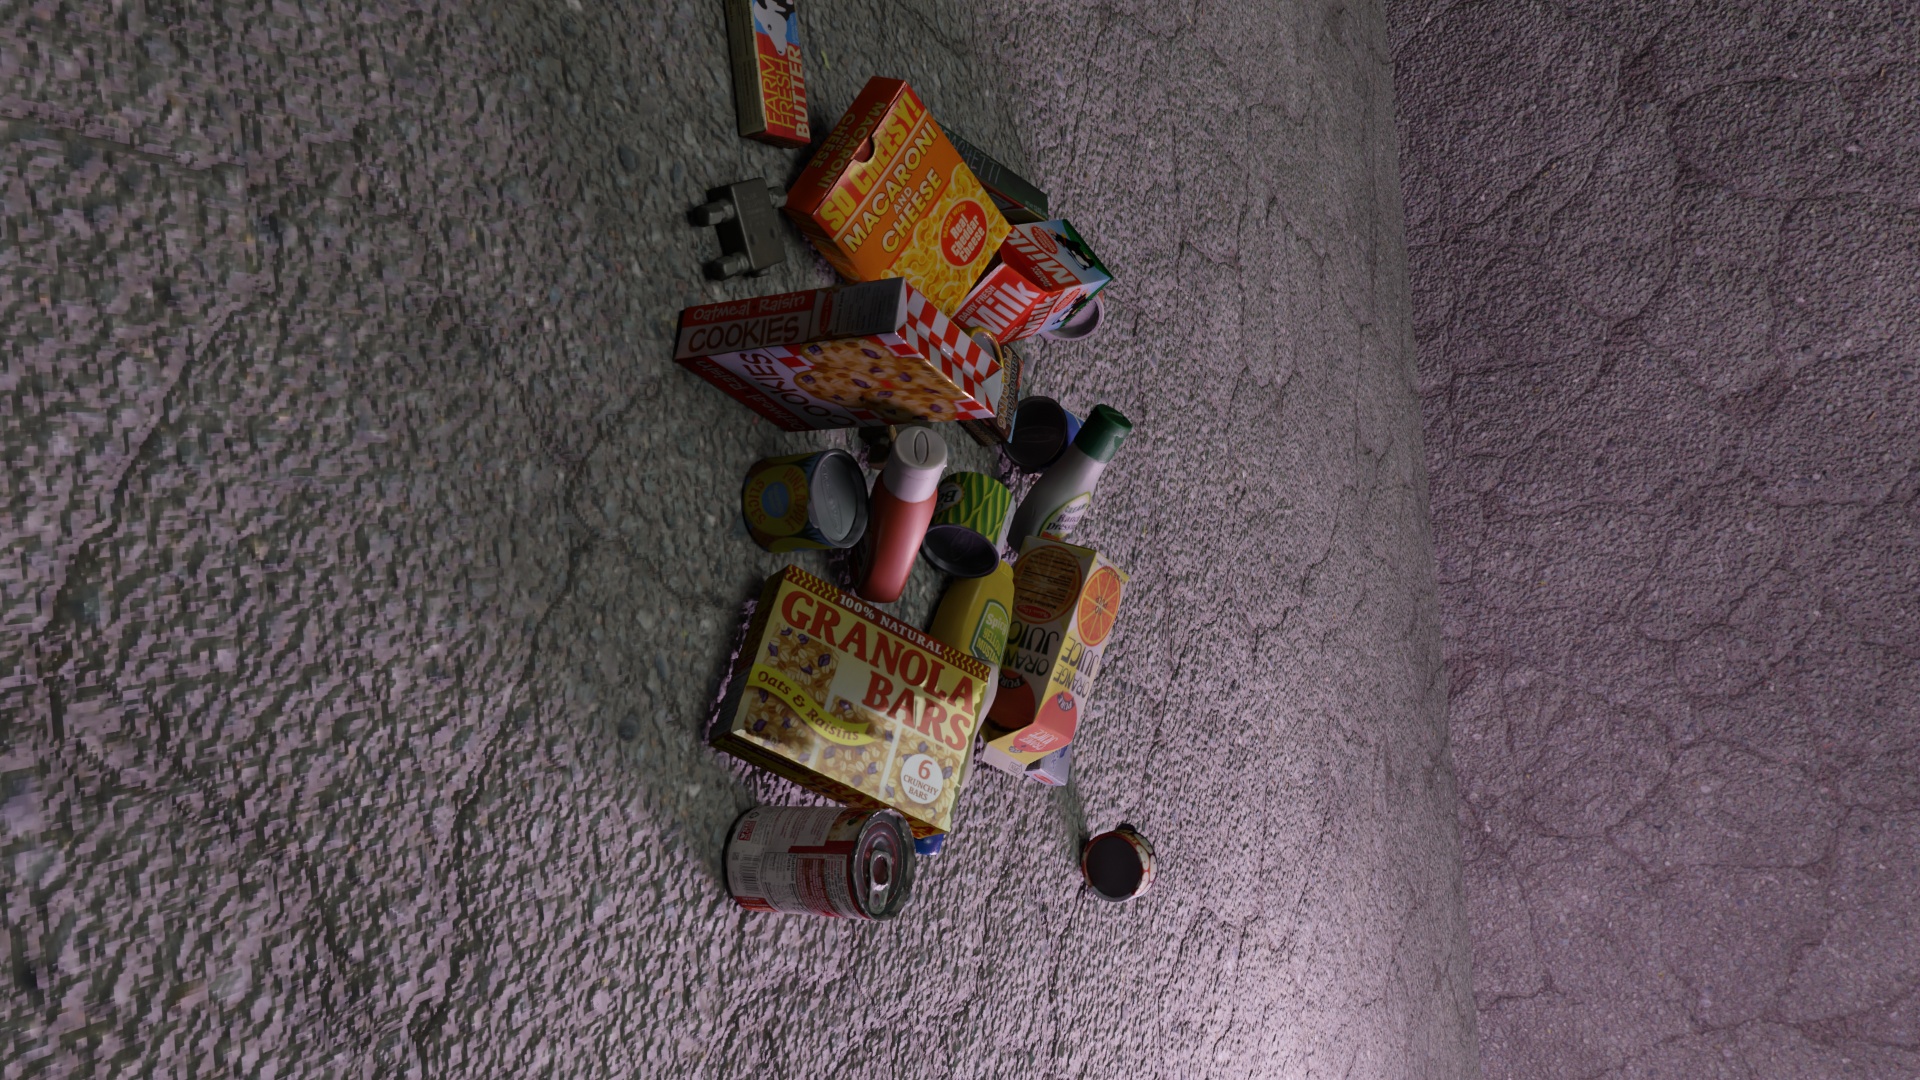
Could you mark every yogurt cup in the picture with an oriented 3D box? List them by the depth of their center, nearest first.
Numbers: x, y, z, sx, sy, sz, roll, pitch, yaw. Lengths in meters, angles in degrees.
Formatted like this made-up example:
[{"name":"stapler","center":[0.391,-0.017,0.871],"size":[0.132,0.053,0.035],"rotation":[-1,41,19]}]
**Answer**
[{"name":"yogurt cup","center":[0.104,-0.231,1.315],"size":[0.072,0.072,0.054],"rotation":[60,30,-37]}]

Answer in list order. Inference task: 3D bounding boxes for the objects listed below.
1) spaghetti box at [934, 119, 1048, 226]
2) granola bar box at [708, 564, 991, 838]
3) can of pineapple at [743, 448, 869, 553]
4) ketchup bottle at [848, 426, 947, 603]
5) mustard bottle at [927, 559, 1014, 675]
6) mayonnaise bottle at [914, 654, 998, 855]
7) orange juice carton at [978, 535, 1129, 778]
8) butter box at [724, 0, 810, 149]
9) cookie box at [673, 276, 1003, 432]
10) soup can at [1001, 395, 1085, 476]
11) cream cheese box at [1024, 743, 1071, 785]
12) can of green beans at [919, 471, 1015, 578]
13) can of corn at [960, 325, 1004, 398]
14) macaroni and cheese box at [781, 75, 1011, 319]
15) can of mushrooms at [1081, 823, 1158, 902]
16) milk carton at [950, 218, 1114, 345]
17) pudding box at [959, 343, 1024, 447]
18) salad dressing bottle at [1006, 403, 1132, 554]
[{"name":"spaghetti box","center":[-0.004,-0.305,1.150],"size":[0.250,0.050,0.029],"rotation":[10,75,-59]},{"name":"granola bar box","center":[-0.069,0.107,0.913],"size":[0.165,0.039,0.125],"rotation":[29,57,-23]},{"name":"can of pineapple","center":[-0.104,-0.026,0.924],"size":[0.071,0.058,0.071],"rotation":[16,72,-58]},{"name":"ketchup bottle","center":[-0.043,-0.019,0.958],"size":[0.148,0.043,0.065],"rotation":[114,-21,-52]},{"name":"mustard bottle","center":[0.012,0.061,1.121],"size":[0.065,0.049,0.161],"rotation":[53,43,-41]},{"name":"mayonnaise bottle","center":[-0.017,0.157,1.032],"size":[0.041,0.065,0.148],"rotation":[19,84,-76]},{"name":"orange juice carton","center":[0.067,0.100,1.160],"size":[0.071,0.073,0.193],"rotation":[36,72,-54]},{"name":"butter box","center":[-0.133,-0.325,0.955],"size":[0.053,0.024,0.103],"rotation":[-10,94,-60]},{"name":"cookie box","center":[-0.076,-0.113,0.876],"size":[0.123,0.167,0.040],"rotation":[33,61,-54]},{"name":"soup can","center":[0.083,-0.085,1.251],"size":[0.084,0.071,0.071],"rotation":[22,66,-58]},{"name":"cream cheese box","center":[0.080,0.163,1.247],"size":[0.053,0.024,0.104],"rotation":[39,53,-52]},{"name":"can of green beans","center":[0.006,-0.013,1.104],"size":[0.071,0.071,0.058],"rotation":[57,39,-40]},{"name":"can of corn","center":[-0.005,-0.138,1.112],"size":[0.071,0.058,0.071],"rotation":[15,73,-59]},{"name":"macaroni and cheese box","center":[-0.043,-0.240,1.034],"size":[0.124,0.040,0.166],"rotation":[-57,140,-10]},{"name":"can of mushrooms","center":[0.149,0.303,1.303],"size":[0.033,0.071,0.071],"rotation":[9,78,-58]},{"name":"milk carton","center":[0.051,-0.220,1.186],"size":[0.073,0.072,0.191],"rotation":[52,32,6]},{"name":"pudding box","center":[0.027,-0.128,1.195],"size":[0.049,0.030,0.084],"rotation":[45,48,-49]},{"name":"salad dressing bottle","center":[0.094,-0.049,1.199],"size":[0.064,0.044,0.147],"rotation":[1,128,-50]}]
